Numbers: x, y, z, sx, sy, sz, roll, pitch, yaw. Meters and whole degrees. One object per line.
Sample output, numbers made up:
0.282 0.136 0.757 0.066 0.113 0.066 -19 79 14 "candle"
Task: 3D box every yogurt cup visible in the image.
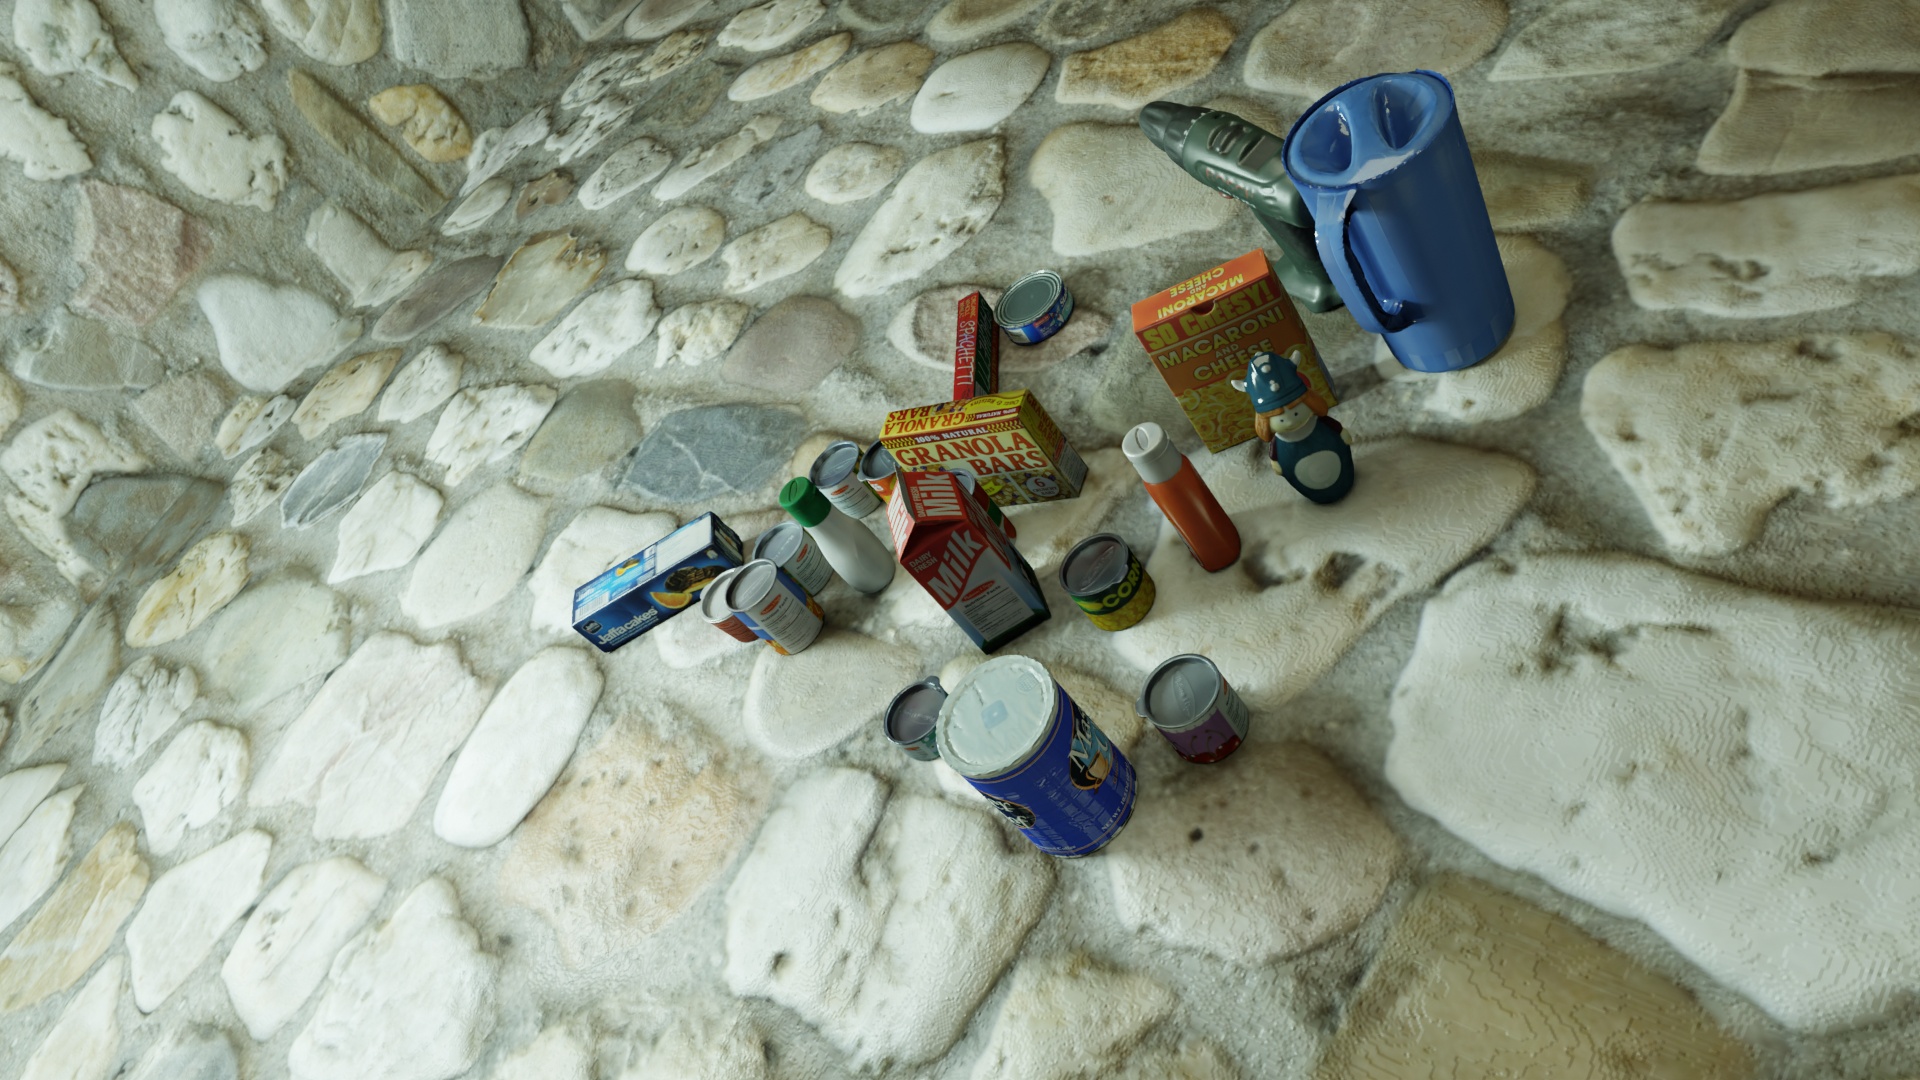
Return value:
-0.232 0.071 1.464 0.072 0.053 0.073 -22 43 22 "yogurt cup"

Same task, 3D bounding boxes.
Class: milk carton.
-0.003 0.010 1.227 0.073 0.190 0.073 -32 40 11 "milk carton"

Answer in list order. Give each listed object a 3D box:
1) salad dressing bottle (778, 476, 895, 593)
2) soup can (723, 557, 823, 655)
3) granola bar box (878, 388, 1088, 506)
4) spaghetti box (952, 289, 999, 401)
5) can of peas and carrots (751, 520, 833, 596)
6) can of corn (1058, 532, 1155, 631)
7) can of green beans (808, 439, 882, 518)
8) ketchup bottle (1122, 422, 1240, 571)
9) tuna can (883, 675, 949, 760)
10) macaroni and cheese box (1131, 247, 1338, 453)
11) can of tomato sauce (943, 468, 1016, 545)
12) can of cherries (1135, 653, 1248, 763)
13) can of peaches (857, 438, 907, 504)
-0.122 -0.006 1.372 0.044 0.147 0.064 -21 43 23 "salad dressing bottle"
-0.190 0.066 1.410 0.071 0.083 0.072 -22 43 22 "soup can"
0.022 -0.083 1.347 0.165 0.124 0.039 -6 51 35 "granola bar box"
0.017 -0.171 1.491 0.028 0.050 0.251 -21 43 24 "spaghetti box"
-0.178 0.021 1.462 0.071 0.058 0.071 -22 43 22 "can of peas and carrots"
0.129 0.037 1.200 0.071 0.058 0.071 -22 43 22 "can of corn"
-0.121 -0.064 1.497 0.071 0.057 0.071 -22 43 22 "can of green beans"
0.184 -0.039 1.156 0.043 0.148 0.065 -29 41 15 "ketchup bottle"
-0.031 0.158 1.237 0.071 0.032 0.071 -22 43 22 "tuna can"
0.240 -0.161 1.209 0.123 0.166 0.040 -22 43 22 "macaroni and cheese box"
0.005 -0.017 1.331 0.071 0.083 0.071 -22 43 22 "can of tomato sauce"
0.179 0.131 1.073 0.071 0.058 0.072 -22 43 22 "can of cherries"
-0.065 -0.070 1.457 0.071 0.058 0.071 -22 43 22 "can of peaches"
